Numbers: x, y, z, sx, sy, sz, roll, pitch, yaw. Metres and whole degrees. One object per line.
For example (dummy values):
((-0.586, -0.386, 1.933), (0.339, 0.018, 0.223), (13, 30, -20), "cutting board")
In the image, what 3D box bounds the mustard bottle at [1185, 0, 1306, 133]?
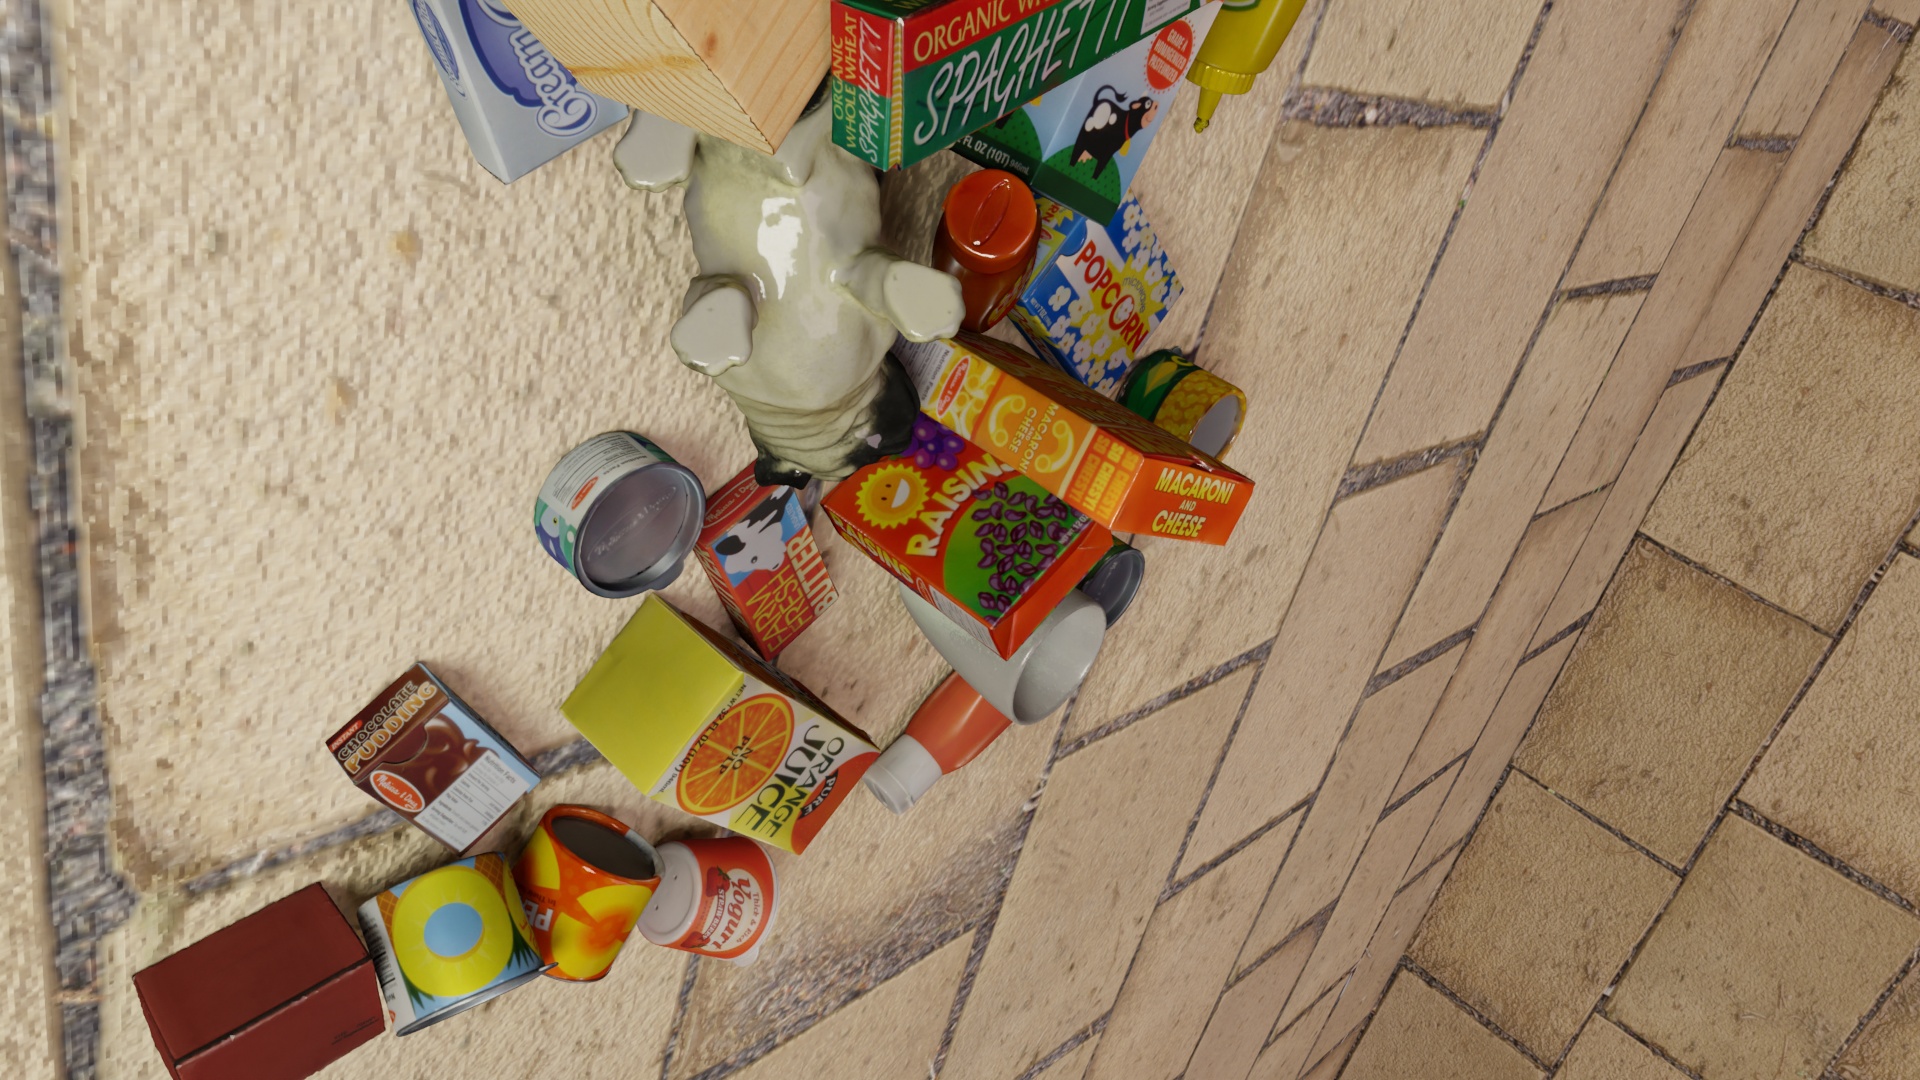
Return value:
((0.145, -0.280, 0.705), (0.049, 0.065, 0.159), (-28, 143, -43), "mustard bottle")

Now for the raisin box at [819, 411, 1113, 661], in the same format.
((0.003, -0.009, 0.705), (0.086, 0.123, 0.040), (-46, 149, -14), "raisin box")

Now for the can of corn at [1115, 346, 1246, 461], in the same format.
((0.142, -0.082, 0.886), (0.071, 0.058, 0.070), (-34, 143, -31), "can of corn")

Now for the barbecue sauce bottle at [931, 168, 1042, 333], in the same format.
((0.012, -0.130, 0.614), (0.065, 0.044, 0.148), (-62, -179, 2), "barbecue sauce bottle")

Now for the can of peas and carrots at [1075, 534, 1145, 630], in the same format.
((0.074, 0.020, 0.889), (0.071, 0.059, 0.070), (-33, 142, -31), "can of peas and carrots")

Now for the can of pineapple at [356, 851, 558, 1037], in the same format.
((-0.222, 0.176, 0.613), (0.071, 0.058, 0.071), (-24, 168, -5), "can of pineapple")

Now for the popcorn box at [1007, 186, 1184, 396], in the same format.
((0.068, -0.140, 0.753), (0.085, 0.038, 0.126), (-53, 149, -2), "popcorn box")

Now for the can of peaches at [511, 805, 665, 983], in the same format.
((-0.187, 0.169, 0.671), (0.058, 0.071, 0.071), (-59, 148, 6), "can of peaches")

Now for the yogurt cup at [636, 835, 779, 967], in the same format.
((-0.141, 0.194, 0.758), (0.054, 0.072, 0.072), (23, 100, -50), "yogurt cup")

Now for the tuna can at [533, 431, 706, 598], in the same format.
((-0.144, -0.010, 0.593), (0.071, 0.033, 0.070), (-34, 142, -31), "tuna can")

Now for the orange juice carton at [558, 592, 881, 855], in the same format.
((-0.107, 0.103, 0.709), (0.072, 0.073, 0.192), (-52, 149, -5), "orange juice carton")

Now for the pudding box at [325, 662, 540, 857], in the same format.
((-0.221, 0.094, 0.589), (0.050, 0.030, 0.083), (-44, 147, -15), "pudding box")

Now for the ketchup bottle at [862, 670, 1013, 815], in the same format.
((0.002, 0.113, 0.894), (0.149, 0.043, 0.064), (-42, 145, -21), "ketchup bottle")

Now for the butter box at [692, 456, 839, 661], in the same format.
((-0.097, 0.012, 0.685), (0.053, 0.024, 0.103), (-43, 146, -20), "butter box")

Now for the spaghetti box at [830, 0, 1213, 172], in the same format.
((0.042, -0.198, 0.496), (0.251, 0.029, 0.049), (-41, 147, -39), "spaghetti box")

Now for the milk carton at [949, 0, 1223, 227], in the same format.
((0.067, -0.247, 0.620), (0.073, 0.072, 0.190), (8, 112, -55), "milk carton")

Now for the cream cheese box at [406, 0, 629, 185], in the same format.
((-0.147, -0.173, 0.447), (0.053, 0.024, 0.103), (-39, 145, -24), "cream cheese box")

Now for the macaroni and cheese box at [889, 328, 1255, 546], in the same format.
((0.046, -0.057, 0.678), (0.124, 0.167, 0.040), (6, 113, -55), "macaroni and cheese box")
